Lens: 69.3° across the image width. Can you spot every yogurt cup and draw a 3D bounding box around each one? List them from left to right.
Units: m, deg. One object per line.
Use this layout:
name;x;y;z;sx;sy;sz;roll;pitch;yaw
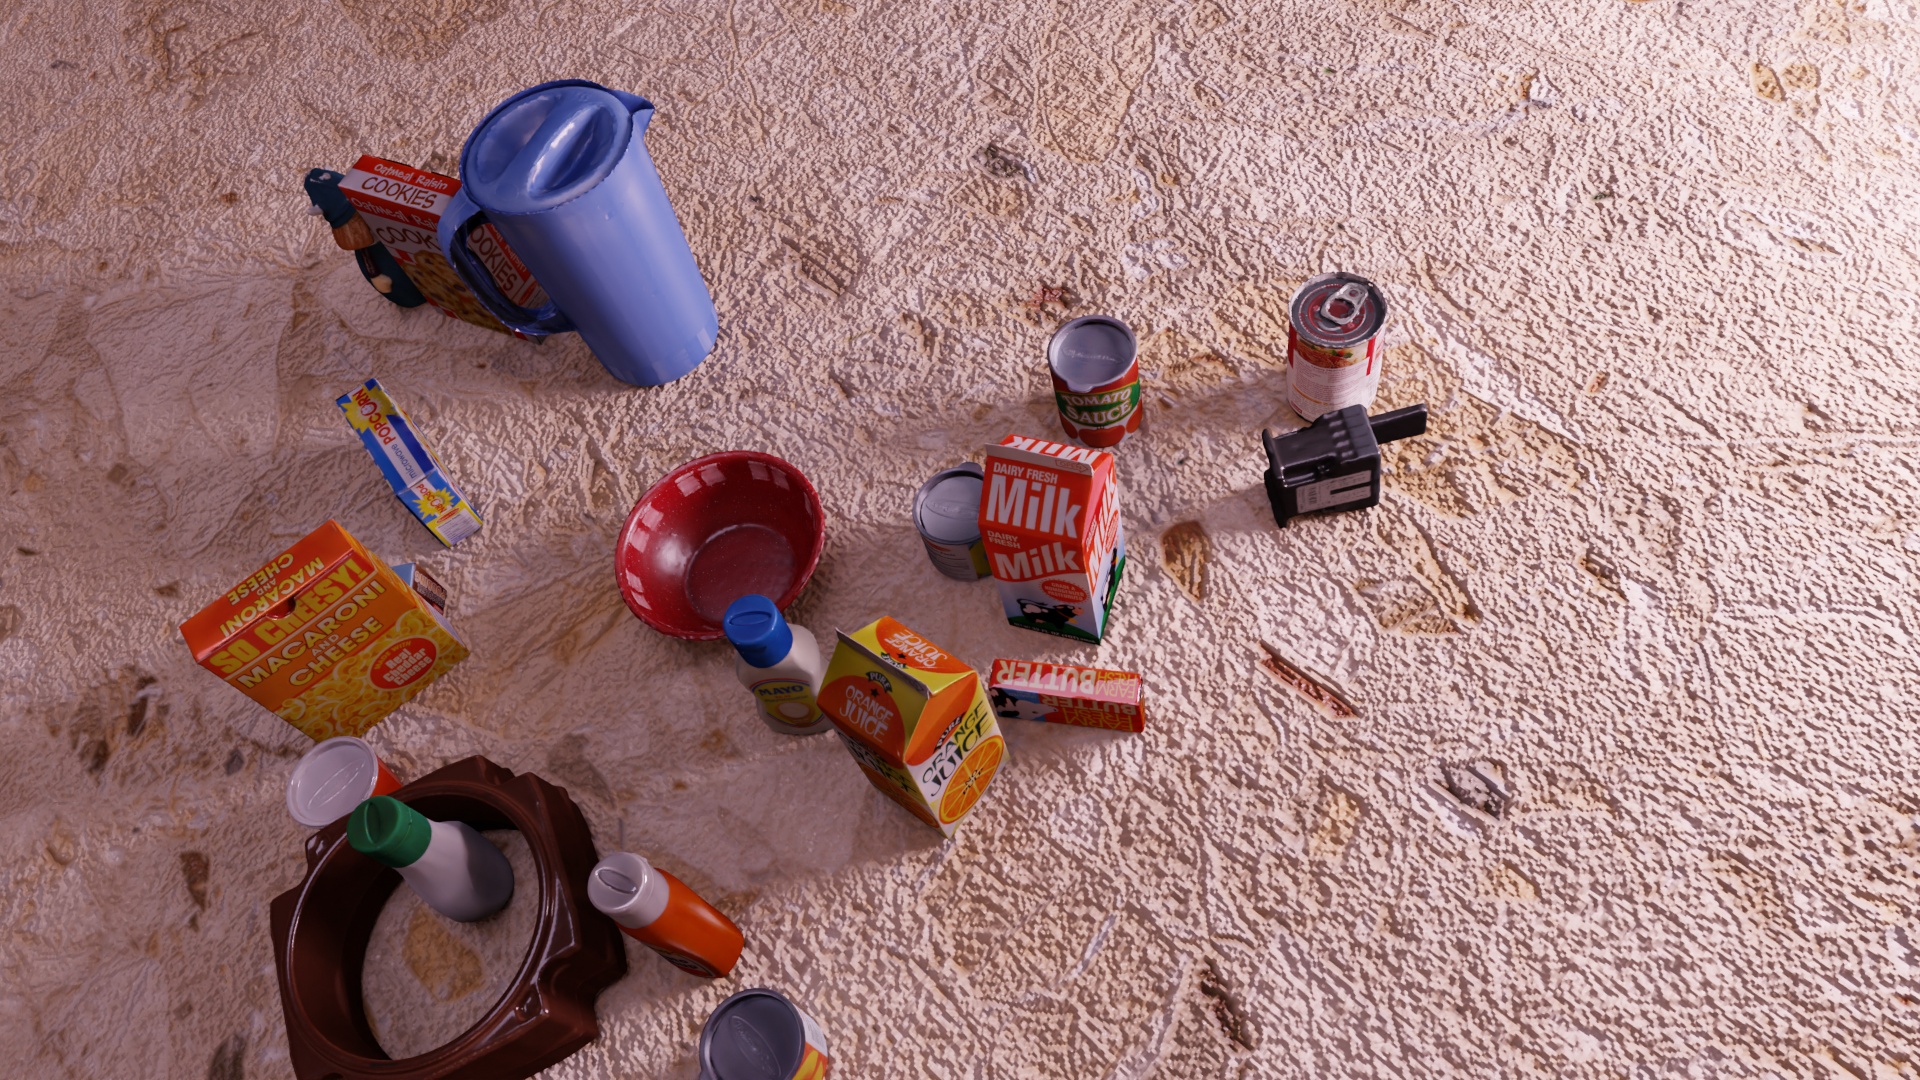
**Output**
yogurt cup;-0.439;0.181;0.999;0.072;0.053;0.073;-5;59;9

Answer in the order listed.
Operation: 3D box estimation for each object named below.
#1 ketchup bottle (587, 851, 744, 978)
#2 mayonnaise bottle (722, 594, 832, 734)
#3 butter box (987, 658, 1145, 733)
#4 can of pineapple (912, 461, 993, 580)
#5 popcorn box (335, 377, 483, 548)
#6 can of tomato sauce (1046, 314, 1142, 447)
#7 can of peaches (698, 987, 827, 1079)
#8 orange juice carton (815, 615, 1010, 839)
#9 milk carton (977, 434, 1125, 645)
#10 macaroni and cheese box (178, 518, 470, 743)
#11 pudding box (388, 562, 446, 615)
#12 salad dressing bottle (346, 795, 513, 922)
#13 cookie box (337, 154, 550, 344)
ketchup bottle;-0.185;0.232;0.863;0.065;0.148;0.044;18;66;20
mayonnaise bottle;-0.121;0.085;0.936;0.065;0.147;0.041;-7;59;8
butter box;0.074;0.105;0.941;0.103;0.053;0.024;5;62;14
can of pineapple;0.004;-0.013;1.022;0.071;0.057;0.071;-5;59;9
popcorn box;-0.445;-0.063;1.124;0.038;0.085;0.127;-37;60;-11
can of tomato sauce;0.103;-0.117;1.048;0.071;0.082;0.071;-5;60;9
can of peaches;-0.122;0.317;0.854;0.071;0.057;0.071;-5;59;9
orange juice carton;-0.030;0.113;0.876;0.072;0.192;0.073;31;71;25
milk carton;0.063;-0.007;0.929;0.072;0.189;0.074;12;63;18
macaroni and cheese box;-0.449;0.073;0.998;0.124;0.165;0.040;-39;61;-12
pudding box;-0.452;0.046;1.083;0.084;0.049;0.030;-10;59;5
salad dressing bottle;-0.346;0.207;0.910;0.044;0.147;0.064;-23;59;-2
cookie box;-0.429;-0.245;1.180;0.123;0.166;0.040;18;66;21
